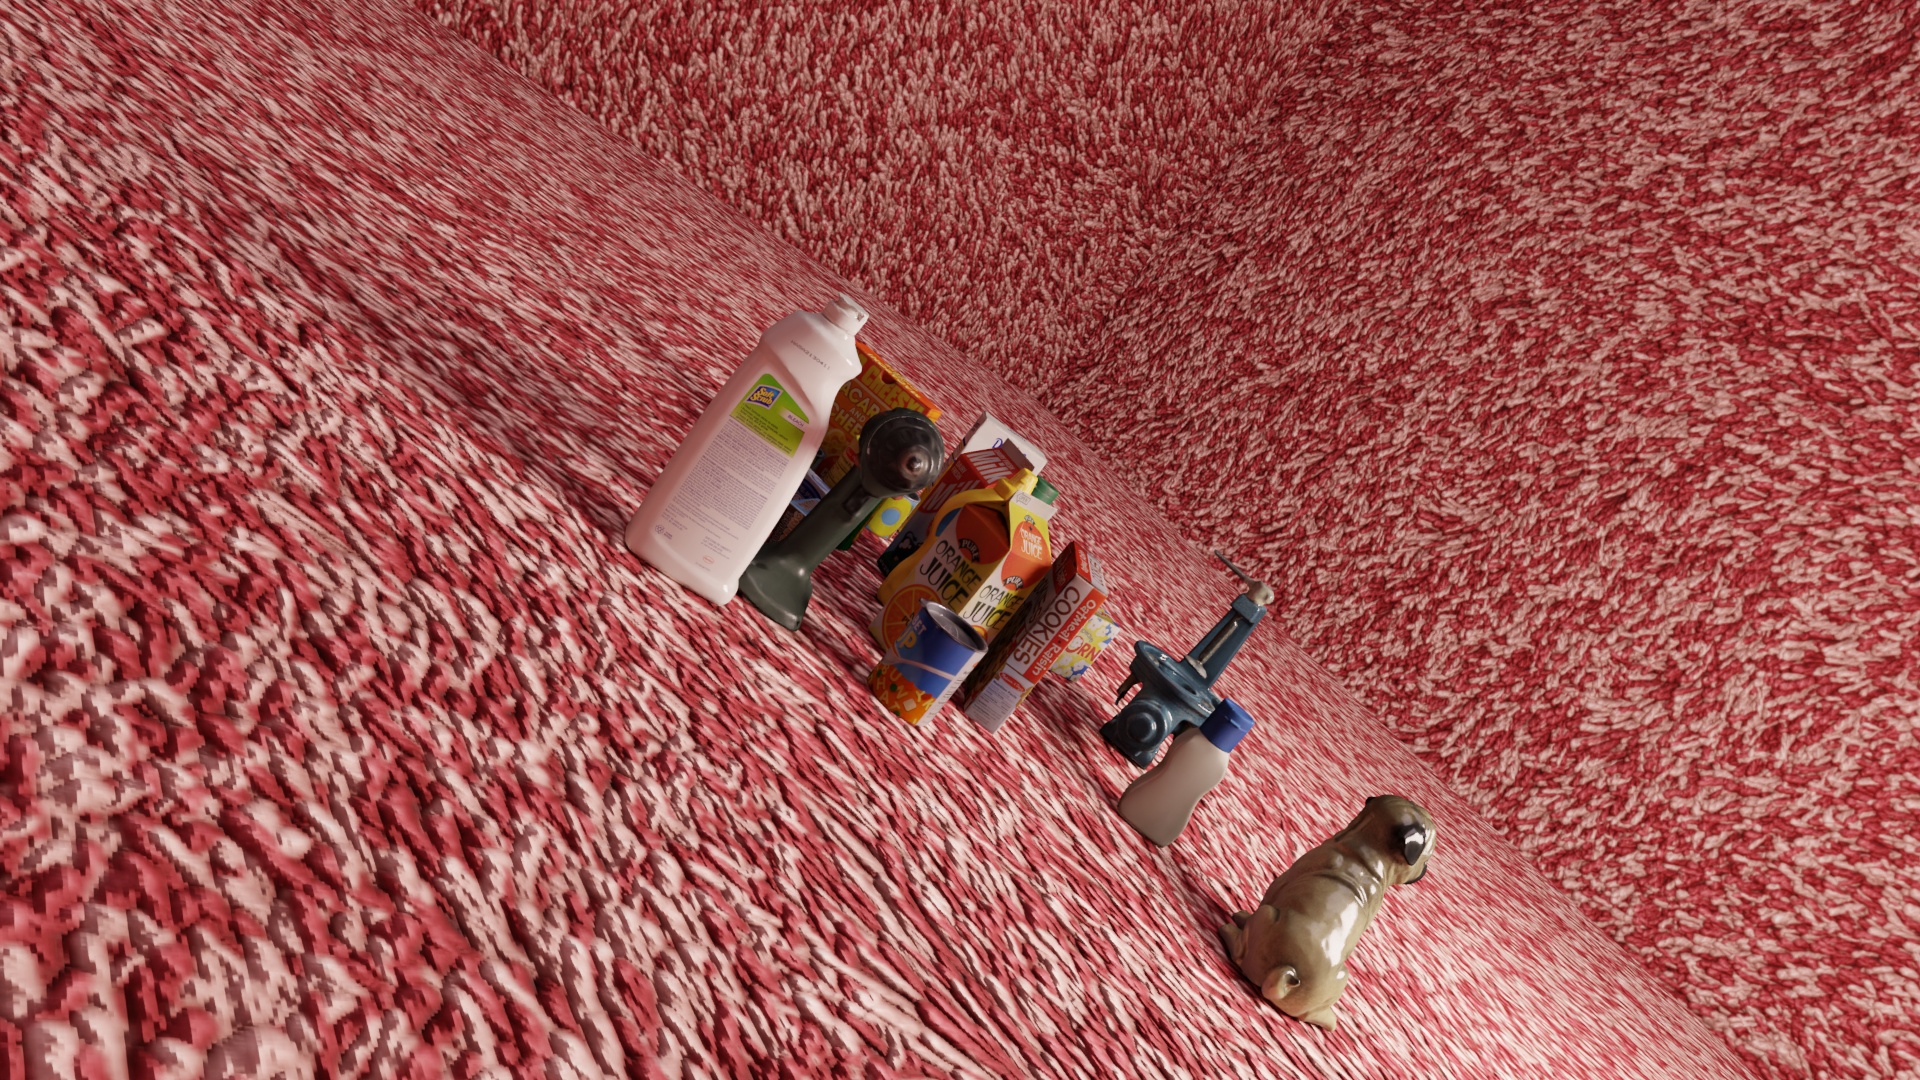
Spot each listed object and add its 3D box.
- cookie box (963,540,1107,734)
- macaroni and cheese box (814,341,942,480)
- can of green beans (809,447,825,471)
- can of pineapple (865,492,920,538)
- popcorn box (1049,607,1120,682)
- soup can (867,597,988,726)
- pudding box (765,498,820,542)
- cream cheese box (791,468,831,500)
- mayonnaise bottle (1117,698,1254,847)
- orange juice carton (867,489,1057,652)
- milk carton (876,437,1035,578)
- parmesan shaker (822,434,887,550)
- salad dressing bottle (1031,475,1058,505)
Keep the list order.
[{"bbox_3d":[0.068,0.087,1.295,0.040,0.167,0.123,37,12,-6],"label":"cookie box"},{"bbox_3d":[-0.117,-0.112,1.493,0.124,0.166,0.040,42,12,17],"label":"macaroni and cheese box"},{"bbox_3d":[-0.185,-0.086,1.461,0.071,0.057,0.071,36,12,-9],"label":"can of green beans"},{"bbox_3d":[-0.090,-0.044,1.584,0.071,0.057,0.071,36,12,-9],"label":"can of pineapple"},{"bbox_3d":[0.108,0.100,1.562,0.126,0.085,0.038,29,15,-39],"label":"popcorn box"},{"bbox_3d":[-0.030,0.101,1.157,0.071,0.083,0.071,36,12,-9],"label":"soup can"},{"bbox_3d":[-0.151,-0.012,1.305,0.030,0.049,0.084,40,12,9],"label":"pudding box"},{"bbox_3d":[-0.153,-0.036,1.379,0.104,0.053,0.024,44,13,28],"label":"cream cheese box"},{"bbox_3d":[0.214,0.213,1.295,0.065,0.148,0.041,38,11,0],"label":"mayonnaise bottle"},{"bbox_3d":[0.011,0.037,1.253,0.072,0.192,0.073,24,19,-52],"label":"orange juice carton"},{"bbox_3d":[0.005,-0.018,1.445,0.073,0.190,0.072,30,14,-37],"label":"milk carton"},{"bbox_3d":[-0.112,-0.050,1.430,0.071,0.103,0.071,37,12,-9],"label":"parmesan shaker"},{"bbox_3d":[0.061,-0.012,1.691,0.044,0.147,0.064,28,15,-41],"label":"salad dressing bottle"}]
